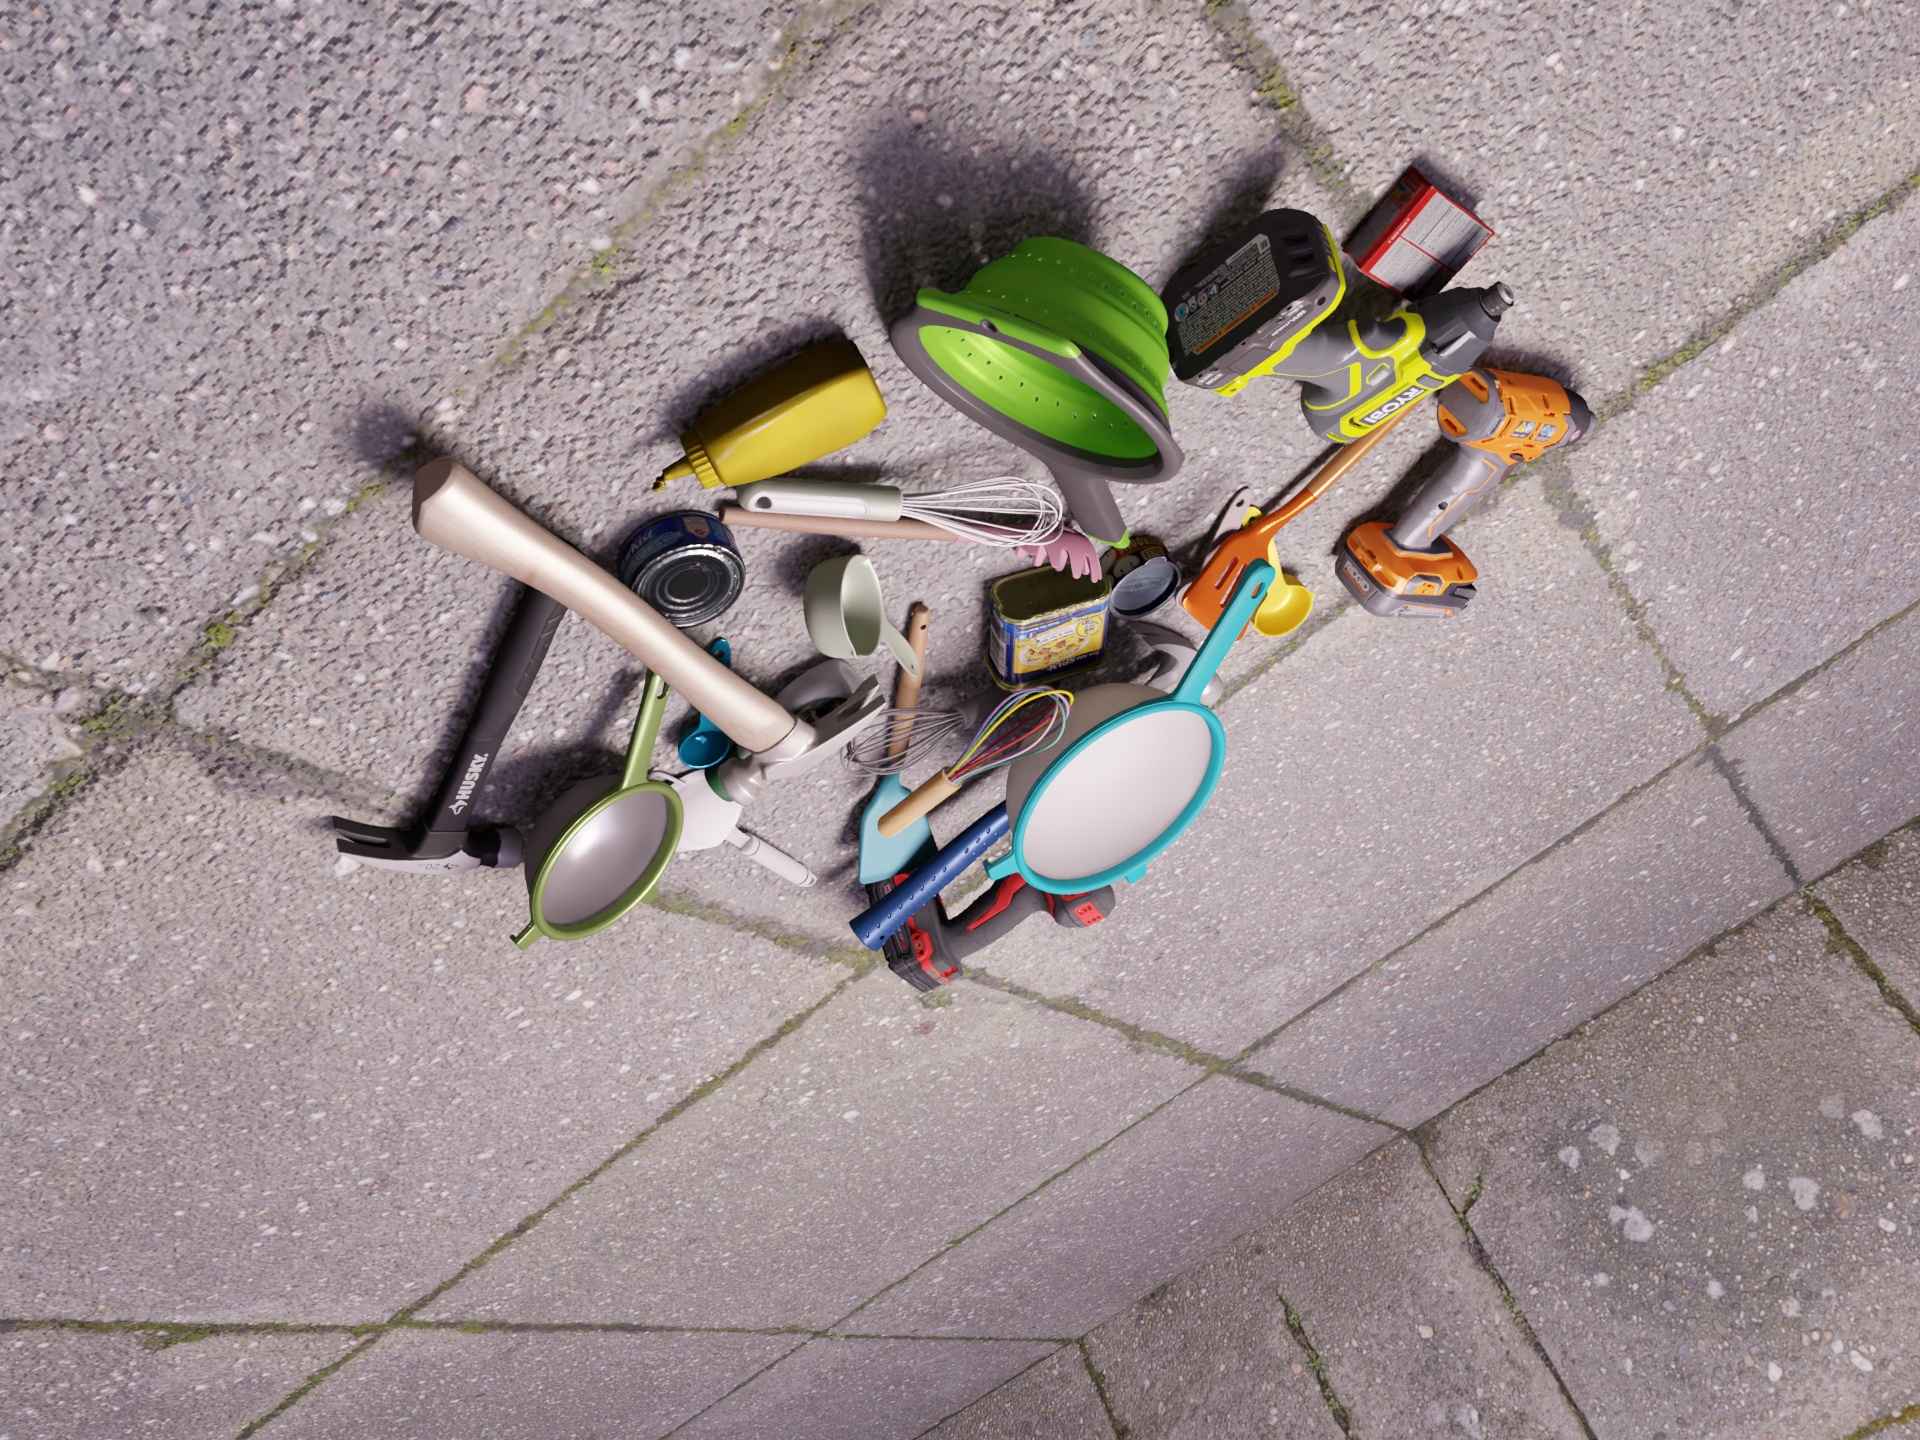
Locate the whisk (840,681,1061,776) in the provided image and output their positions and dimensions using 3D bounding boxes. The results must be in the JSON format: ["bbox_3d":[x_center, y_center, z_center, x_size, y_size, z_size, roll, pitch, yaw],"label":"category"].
[{"bbox_3d":[-0.003,-0.005,1.321,0.239,0.055,0.055,-22,149,-37],"label":"whisk"}]

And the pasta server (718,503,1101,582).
[{"bbox_3d":[-0.029,-0.134,1.175,0.316,0.060,0.040,1,104,-30],"label":"pasta server"}]

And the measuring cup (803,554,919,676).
[{"bbox_3d":[-0.074,-0.068,1.212,0.038,0.083,0.167,-2,159,19],"label":"measuring cup"}]

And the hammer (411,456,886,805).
[{"bbox_3d":[-0.207,-0.063,1.091,0.146,0.038,0.410,-33,143,11],"label":"hammer"}]

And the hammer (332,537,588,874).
[{"bbox_3d":[-0.343,-0.002,1.147,0.146,0.035,0.334,4,136,-37],"label":"hammer"}]

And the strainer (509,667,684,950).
[{"bbox_3d":[-0.279,0.051,1.237,0.151,0.069,0.256,-17,135,-53],"label":"strainer"}]

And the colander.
[{"bbox_3d":[0.085,-0.220,1.086,0.094,0.204,0.396,-64,161,-6],"label":"colander"}]

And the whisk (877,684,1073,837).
[{"bbox_3d":[0.009,0.038,1.319,0.245,0.051,0.047,-39,175,40],"label":"whisk"}]

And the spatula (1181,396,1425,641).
[{"bbox_3d":[0.308,-0.198,1.296,0.081,0.041,0.322,30,114,-36],"label":"spatula"}]

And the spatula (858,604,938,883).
[{"bbox_3d":[-0.045,0.023,1.364,0.082,0.044,0.317,-16,143,-22],"label":"spatula"}]

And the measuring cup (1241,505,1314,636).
[{"bbox_3d":[0.264,-0.135,1.383,0.062,0.029,0.156,-29,134,1],"label":"measuring cup"}]

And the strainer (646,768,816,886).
[{"bbox_3d":[-0.188,0.106,1.387,0.087,0.050,0.258,-45,147,2],"label":"strainer"}]

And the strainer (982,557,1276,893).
[{"bbox_3d":[0.144,-0.009,1.330,0.210,0.095,0.340,7,123,-42],"label":"strainer"}]

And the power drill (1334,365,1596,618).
[{"bbox_3d":[0.440,-0.195,1.364,0.164,0.084,0.226,-1,135,-32],"label":"power drill"}]

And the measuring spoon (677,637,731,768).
[{"bbox_3d":[-0.197,-0.017,1.244,0.042,0.021,0.128,-5,131,-26],"label":"measuring spoon"}]

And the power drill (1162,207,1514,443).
[{"bbox_3d":[0.267,-0.275,1.119,0.223,0.080,0.171,6,154,-39],"label":"power drill"}]

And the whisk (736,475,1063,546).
[{"bbox_3d":[-0.038,-0.152,1.128,0.246,0.059,0.057,1,142,-22],"label":"whisk"}]

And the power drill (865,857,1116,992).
[{"bbox_3d":[0.029,0.158,1.515,0.219,0.143,0.078,-26,147,11],"label":"power drill"}]

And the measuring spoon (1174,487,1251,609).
[{"bbox_3d":[0.212,-0.147,1.340,0.034,0.018,0.124,1,131,-31],"label":"measuring spoon"}]

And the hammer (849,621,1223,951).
[{"bbox_3d":[0.058,0.065,1.446,0.405,0.035,0.143,-41,143,6],"label":"hammer"}]
